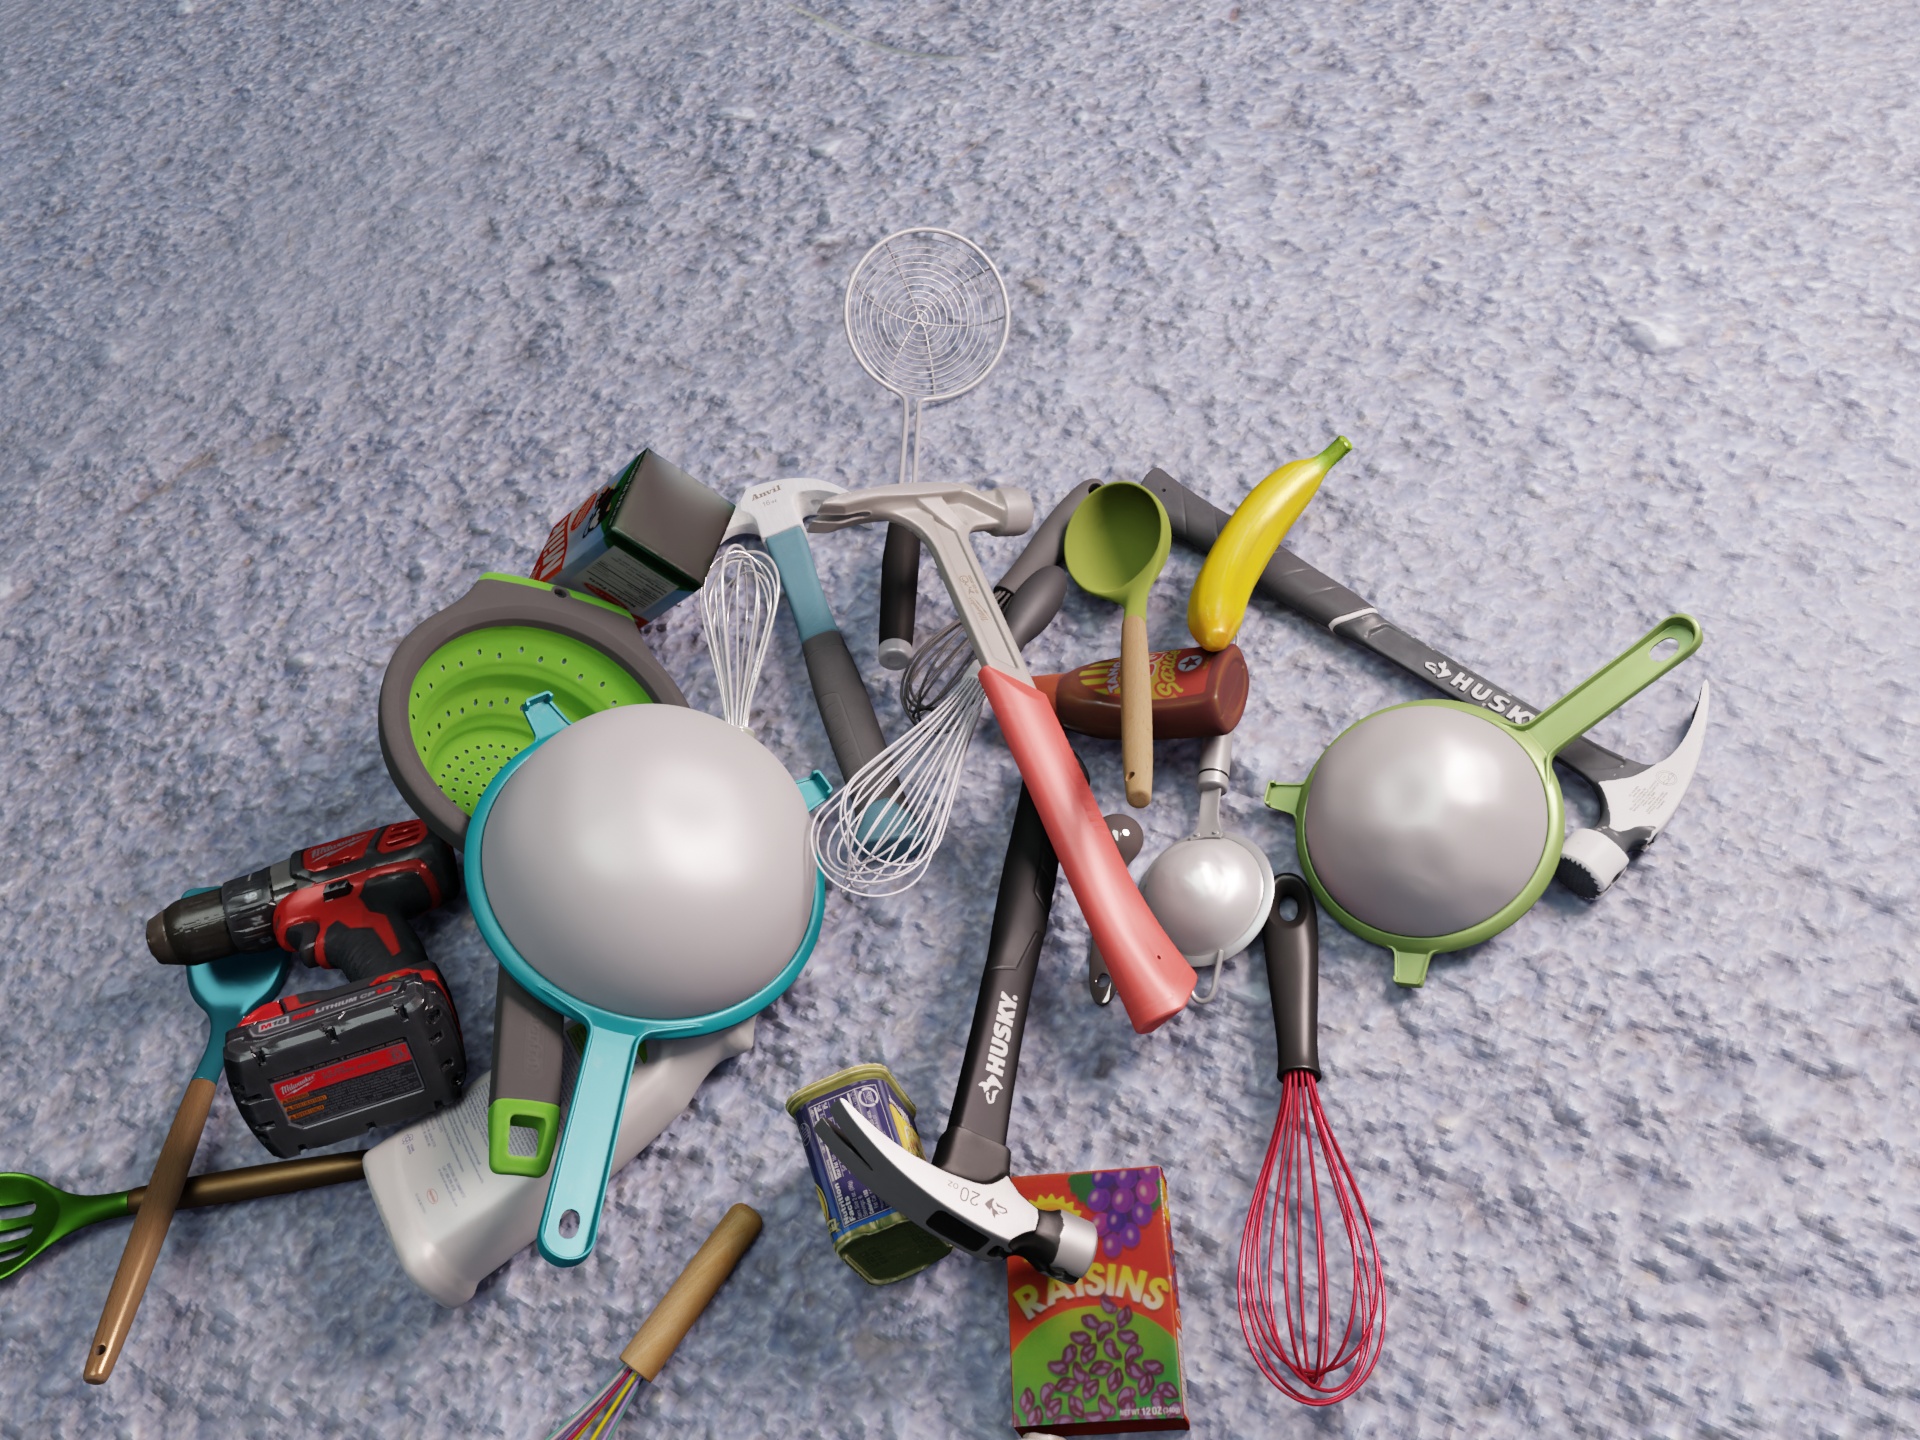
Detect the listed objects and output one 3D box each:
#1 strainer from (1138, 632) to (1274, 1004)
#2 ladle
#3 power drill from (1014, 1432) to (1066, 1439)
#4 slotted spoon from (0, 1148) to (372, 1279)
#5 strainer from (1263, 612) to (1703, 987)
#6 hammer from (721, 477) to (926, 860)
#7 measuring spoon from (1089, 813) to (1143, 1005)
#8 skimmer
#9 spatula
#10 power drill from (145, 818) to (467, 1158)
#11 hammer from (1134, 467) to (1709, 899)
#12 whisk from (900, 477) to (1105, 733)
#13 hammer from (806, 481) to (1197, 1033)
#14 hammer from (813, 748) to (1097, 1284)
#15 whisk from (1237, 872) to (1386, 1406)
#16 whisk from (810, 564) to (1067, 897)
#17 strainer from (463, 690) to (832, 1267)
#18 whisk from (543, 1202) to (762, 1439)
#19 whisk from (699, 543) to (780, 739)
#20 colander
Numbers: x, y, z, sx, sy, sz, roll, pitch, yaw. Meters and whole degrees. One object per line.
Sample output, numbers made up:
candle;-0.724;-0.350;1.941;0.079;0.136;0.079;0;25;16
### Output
strainer;0.149;0.044;0.958;0.087;0.050;0.259;-10;49;29
ladle;0.096;-0.052;0.948;0.078;0.062;0.320;-39;21;25
power drill;0.105;0.420;0.697;0.226;0.084;0.185;-3;55;17
slotted spoon;-0.471;0.286;0.952;0.314;0.031;0.070;-11;53;4
strainer;0.293;0.017;0.875;0.256;0.069;0.152;-39;57;12
hammer;-0.092;-0.043;1.077;0.128;0.033;0.331;-22;55;0
measuring spoon;0.087;0.108;0.939;0.034;0.018;0.124;-7;56;23
skimmer;-0.030;-0.200;1.117;0.127;0.090;0.364;11;52;-12
spatula;-0.468;0.235;0.955;0.082;0.044;0.318;0;44;-3
power drill;-0.390;0.150;0.947;0.188;0.080;0.227;-16;33;-13
hammer;0.267;-0.057;0.999;0.149;0.036;0.409;-42;57;-16
whisk;0.035;-0.081;1.066;0.055;0.055;0.239;24;61;26
hammer;0.036;0.011;0.921;0.149;0.036;0.359;-9;63;-31
hammer;0.024;0.130;0.877;0.146;0.035;0.335;26;43;-11
whisk;0.178;0.205;0.835;0.073;0.073;0.296;-3;50;11
whisk;-0.003;-0.004;0.967;0.070;0.070;0.285;17;51;23
strainer;-0.170;0.114;0.856;0.211;0.095;0.341;17;48;-14
whisk;-0.186;0.357;0.831;0.051;0.047;0.245;31;64;16
whisk;-0.145;0.000;1.030;0.058;0.059;0.246;-6;71;16
colander;-0.266;0.094;0.961;0.204;0.094;0.398;15;48;-28
